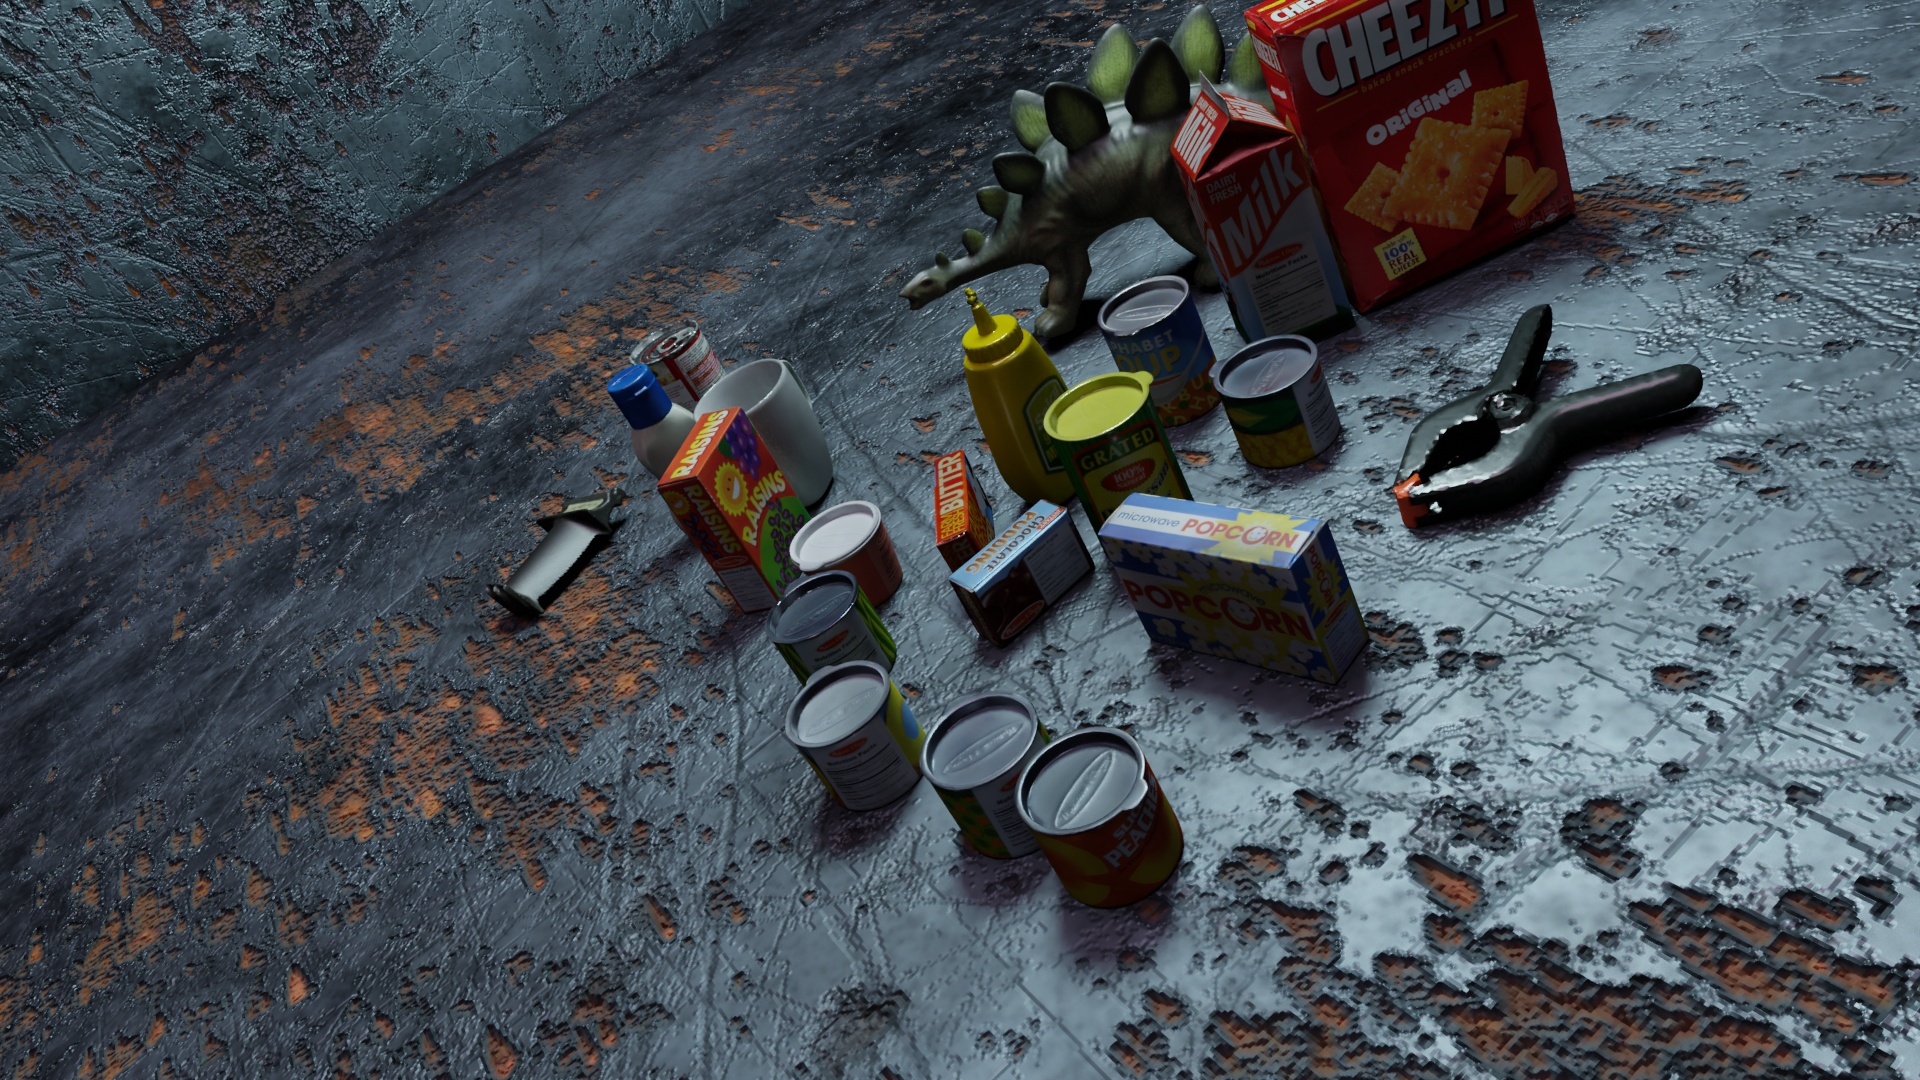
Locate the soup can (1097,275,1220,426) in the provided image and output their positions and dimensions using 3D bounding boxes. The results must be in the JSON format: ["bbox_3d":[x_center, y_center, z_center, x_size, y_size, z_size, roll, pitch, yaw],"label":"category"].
[{"bbox_3d":[0.139,-0.128,0.960,0.071,0.083,0.072,-20,33,14],"label":"soup can"}]

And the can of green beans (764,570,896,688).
[{"bbox_3d":[-0.082,0.062,0.885,0.071,0.057,0.071,-20,33,14],"label":"can of green beans"}]

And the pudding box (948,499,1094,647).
[{"bbox_3d":[0.038,0.020,0.860,0.084,0.049,0.030,-41,34,-18],"label":"pudding box"}]

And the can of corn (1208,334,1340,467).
[{"bbox_3d":[0.199,-0.088,0.881,0.071,0.058,0.071,-20,33,14],"label":"can of corn"}]

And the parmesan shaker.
[{"bbox_3d":[0.103,-0.044,0.850,0.071,0.102,0.072,-20,33,14],"label":"parmesan shaker"}]

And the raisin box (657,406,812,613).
[{"bbox_3d":[-0.157,-0.022,0.999,0.040,0.123,0.086,-10,36,27],"label":"raisin box"}]

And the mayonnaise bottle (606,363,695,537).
[{"bbox_3d":[-0.224,-0.070,1.094,0.065,0.147,0.041,-39,33,-15],"label":"mayonnaise bottle"}]

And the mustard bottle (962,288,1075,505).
[{"bbox_3d":[0.037,-0.098,0.923,0.049,0.159,0.065,9,48,45],"label":"mustard bottle"}]

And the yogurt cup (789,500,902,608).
[{"bbox_3d":[-0.075,0.014,0.952,0.072,0.053,0.073,-20,33,14],"label":"yogurt cup"}]

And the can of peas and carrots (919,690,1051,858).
[{"bbox_3d":[0.019,0.121,0.724,0.071,0.058,0.071,-20,33,14],"label":"can of peas and carrots"}]

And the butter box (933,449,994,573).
[{"bbox_3d":[0.003,-0.012,0.928,0.024,0.053,0.104,-21,33,12],"label":"butter box"}]

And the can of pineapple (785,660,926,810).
[{"bbox_3d":[-0.058,0.111,0.798,0.071,0.057,0.071,-20,33,14],"label":"can of pineapple"}]

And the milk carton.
[{"bbox_3d":[0.201,-0.224,0.948,0.073,0.189,0.073,-24,32,8],"label":"milk carton"}]

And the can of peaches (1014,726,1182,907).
[{"bbox_3d":[0.069,0.134,0.668,0.071,0.058,0.071,-20,33,14],"label":"can of peaches"}]

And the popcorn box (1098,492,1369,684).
[{"bbox_3d":[0.144,0.023,0.741,0.126,0.085,0.038,11,49,46],"label":"popcorn box"}]
